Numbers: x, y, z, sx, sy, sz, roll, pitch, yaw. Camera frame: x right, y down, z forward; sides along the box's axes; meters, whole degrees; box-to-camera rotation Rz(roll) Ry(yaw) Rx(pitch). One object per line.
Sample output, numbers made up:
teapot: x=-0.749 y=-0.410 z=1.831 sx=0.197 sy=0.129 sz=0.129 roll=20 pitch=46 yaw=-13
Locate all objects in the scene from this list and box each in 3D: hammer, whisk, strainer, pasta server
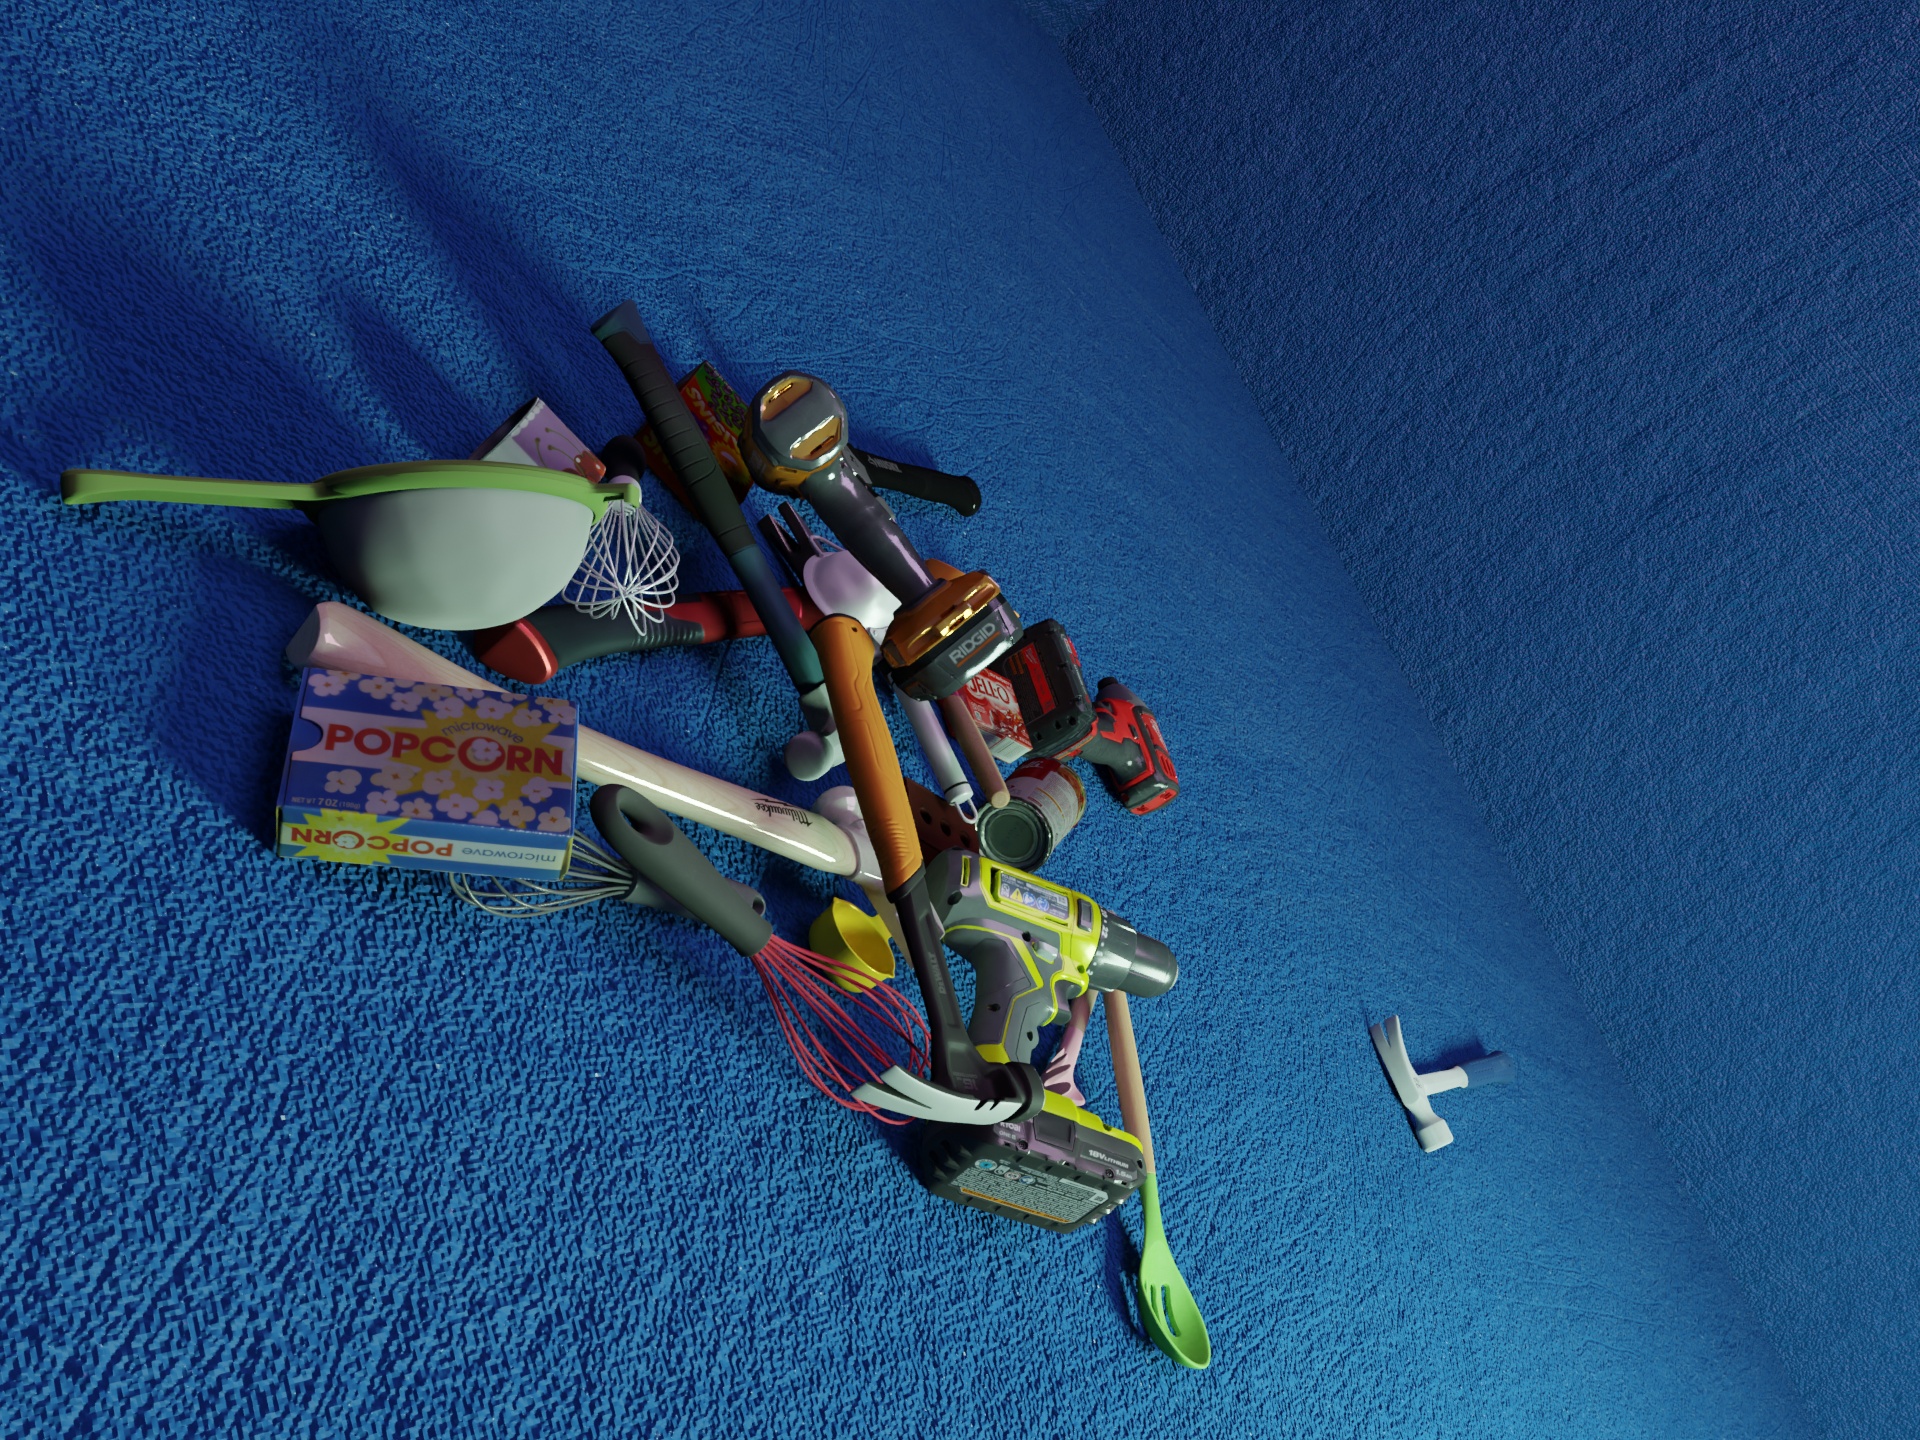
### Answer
hammer: x=-0.044 y=0.073 z=0.933 sx=0.127 sy=0.034 sz=0.337 roll=21 pitch=42 yaw=-45
hammer: x=-0.053 y=-0.219 z=1.413 sx=0.146 sy=0.035 sz=0.334 roll=56 pitch=18 yaw=9
whisk: x=-0.208 y=-0.129 z=0.977 sx=0.070 sy=0.070 sz=0.285 roll=44 pitch=11 yaw=-27
hammer: x=-0.149 y=-0.122 z=1.034 sx=0.331 sy=0.033 sz=0.128 roll=62 pitch=21 yaw=-3
strainer: x=-0.043 y=-0.040 z=1.141 sx=0.087 sy=0.050 sz=0.259 roll=-8 pitch=65 yaw=-44
pasta server: x=0.096 y=0.220 z=1.196 sx=0.316 sy=0.040 sz=0.060 roll=-58 pitch=129 yaw=-65
whisk: x=-0.101 y=0.131 z=0.871 sx=0.295 sy=0.073 sz=0.073 roll=50 pitch=24 yaw=-32
whisk: x=-0.178 y=0.087 z=0.843 sx=0.238 sy=0.055 sz=0.055 roll=24 pitch=40 yaw=-57
hammer: x=-0.182 y=-0.080 z=1.042 sx=0.143 sy=0.038 sz=0.386 roll=59 pitch=24 yaw=8
hammer: x=0.580 y=0.412 z=1.861 sx=0.405 sy=0.035 sz=0.144 roll=13 pitch=49 yaw=-57
hammer: x=-0.173 y=0.036 z=0.883 sx=0.410 sy=0.038 sz=0.146 roll=27 pitch=18 yaw=-43
strainer: x=-0.294 y=-0.082 z=0.777 sx=0.256 sy=0.151 sz=0.069 roll=-2 pitch=85 yaw=-42

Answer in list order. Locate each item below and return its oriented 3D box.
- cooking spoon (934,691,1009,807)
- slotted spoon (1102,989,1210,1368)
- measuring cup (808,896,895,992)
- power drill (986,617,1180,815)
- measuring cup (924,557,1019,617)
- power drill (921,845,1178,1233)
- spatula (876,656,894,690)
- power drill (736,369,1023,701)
cooking spoon: x=-0.002 y=-0.004 z=1.172 sx=0.319 sy=0.017 sz=0.068 roll=-117 pitch=-156 yaw=-67
slotted spoon: x=0.128 y=0.301 z=1.136 sx=0.070 sy=0.031 sz=0.314 roll=33 pitch=39 yaw=-44
measuring cup: x=-0.058 y=0.140 z=1.033 sx=0.062 sy=0.029 sz=0.156 roll=52 pitch=12 yaw=7
power drill: x=0.119 y=-0.004 z=1.466 sx=0.219 sy=0.078 sz=0.143 roll=29 pitch=37 yaw=-51
measuring cup: x=0.002 y=-0.082 z=1.373 sx=0.095 sy=0.052 sz=0.173 roll=32 pitch=-7 yaw=13
power drill: x=0.060 y=0.203 z=1.027 sx=0.190 sy=0.080 sz=0.229 roll=23 pitch=43 yaw=-19
spatula: x=-0.061 y=-0.112 z=1.300 sx=0.080 sy=0.041 sz=0.323 roll=67 pitch=9 yaw=-46
power drill: x=-0.068 y=-0.122 z=1.074 sx=0.226 sy=0.084 sz=0.185 roll=52 pitch=-10 yaw=-7
